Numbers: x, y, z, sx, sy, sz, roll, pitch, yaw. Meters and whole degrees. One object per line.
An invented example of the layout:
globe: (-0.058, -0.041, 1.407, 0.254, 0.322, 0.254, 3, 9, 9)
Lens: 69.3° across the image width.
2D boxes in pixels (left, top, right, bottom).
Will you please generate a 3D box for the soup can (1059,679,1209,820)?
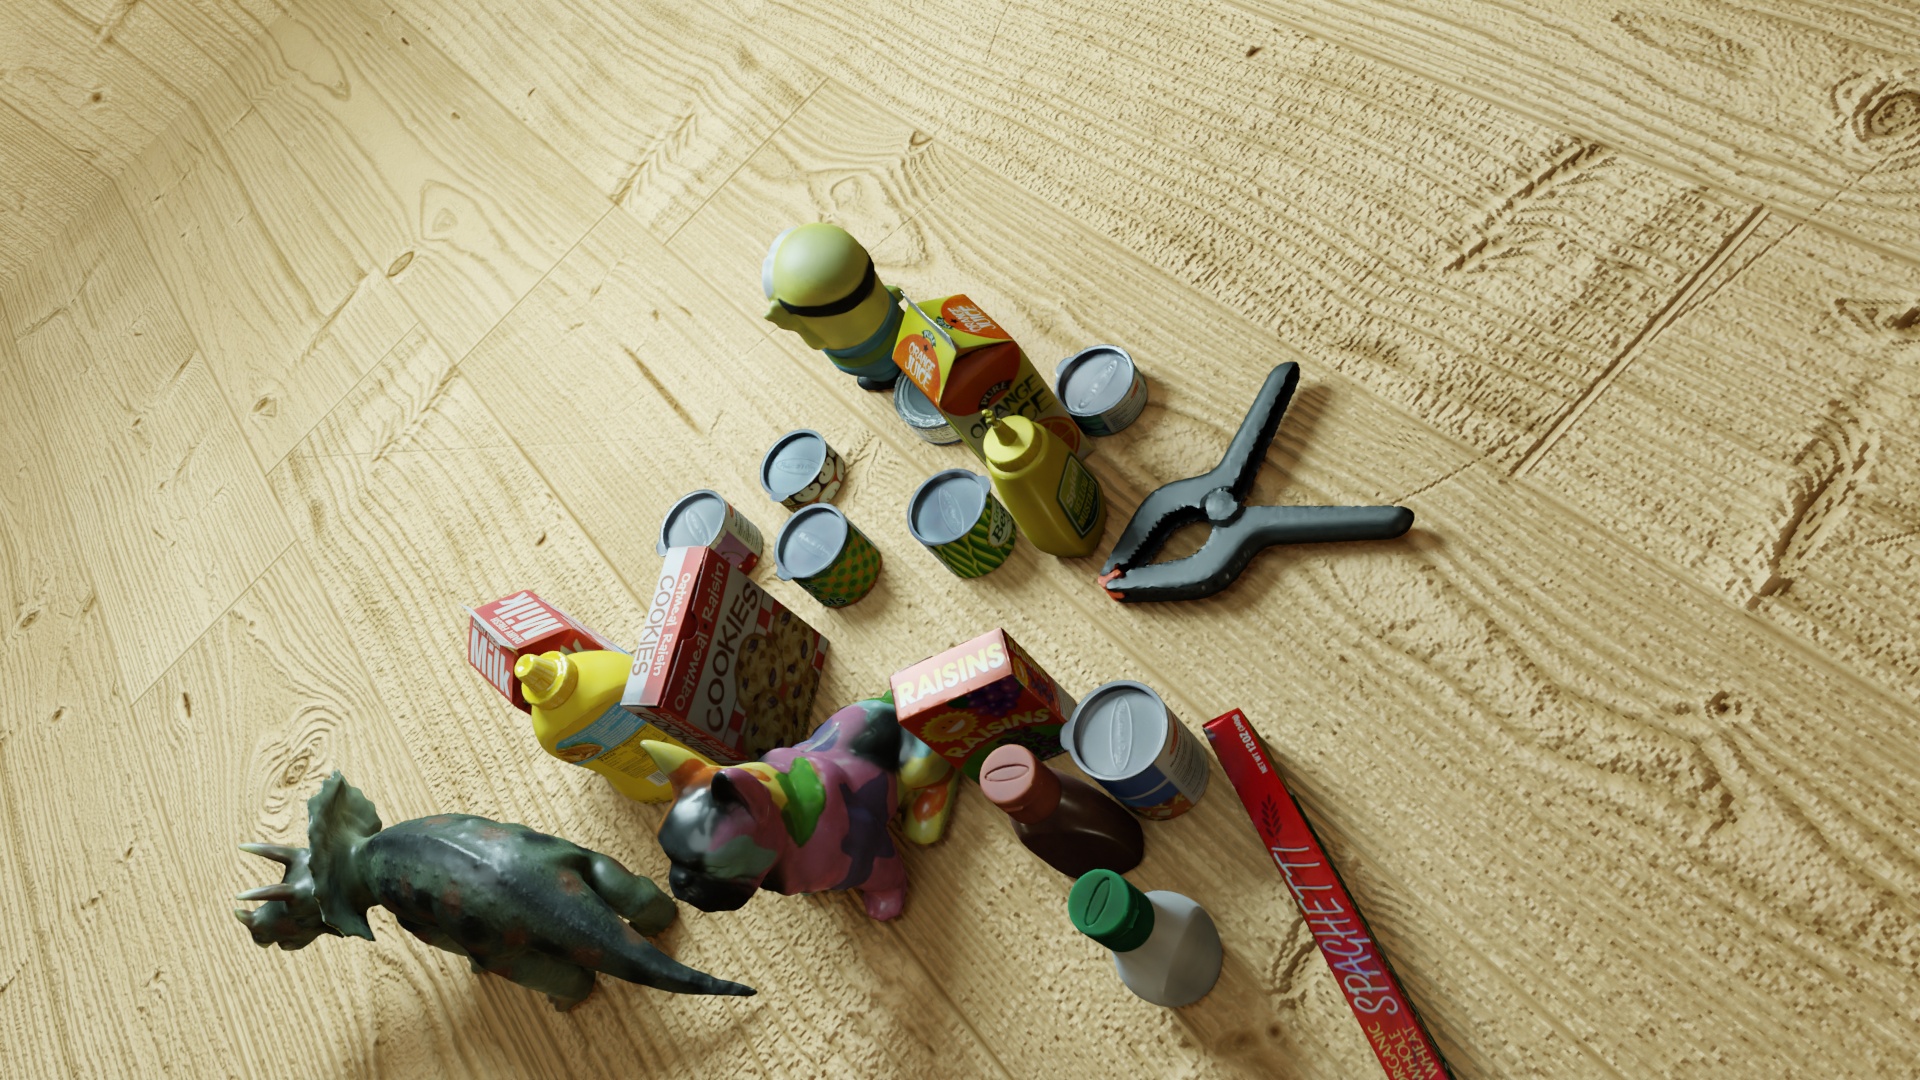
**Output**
soup can: (0.112, 0.135, 0.885, 0.071, 0.083, 0.071, -14, 56, 22)

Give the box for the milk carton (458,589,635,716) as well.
milk carton: (-0.305, 0.102, 1.075, 0.072, 0.190, 0.073, 30, 80, 39)

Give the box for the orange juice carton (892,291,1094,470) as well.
orange juice carton: (0.018, -0.110, 1.019, 0.073, 0.192, 0.072, -42, 50, 2)

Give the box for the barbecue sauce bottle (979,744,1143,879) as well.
barbecue sauce bottle: (0.059, 0.168, 0.853, 0.065, 0.148, 0.044, -13, 56, 23)

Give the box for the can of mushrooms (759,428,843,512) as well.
can of mushrooms: (-0.135, -0.056, 1.177, 0.071, 0.033, 0.071, -14, 56, 22)

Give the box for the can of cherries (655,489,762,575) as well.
can of cherries: (-0.212, 0.000, 1.170, 0.071, 0.058, 0.072, -14, 56, 22)

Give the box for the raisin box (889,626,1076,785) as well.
raisin box: (0.020, 0.112, 0.926, 0.086, 0.123, 0.040, -25, 53, 15)

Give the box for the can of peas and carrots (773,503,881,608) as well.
can of peas and carrots: (-0.106, 0.015, 1.100, 0.071, 0.058, 0.071, -14, 56, 22)

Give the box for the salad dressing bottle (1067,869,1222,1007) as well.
salad dressing bottle: (0.106, 0.225, 0.792, 0.044, 0.147, 0.064, 15, 71, 36)

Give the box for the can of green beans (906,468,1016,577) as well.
can of green beans: (0.002, -0.012, 1.056, 0.071, 0.057, 0.071, -14, 56, 22)

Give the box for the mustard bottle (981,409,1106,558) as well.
mustard bottle: (0.054, -0.045, 0.979, 0.049, 0.160, 0.065, 1, 63, 31)

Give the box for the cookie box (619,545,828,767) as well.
cookie box: (-0.166, 0.095, 1.015, 0.040, 0.167, 0.123, -4, 60, 28)

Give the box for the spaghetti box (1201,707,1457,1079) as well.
spaghetti box: (0.211, 0.209, 0.805, 0.028, 0.050, 0.251, -32, 51, 10)

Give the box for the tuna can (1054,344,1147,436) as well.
tuna can: (0.107, -0.117, 1.075, 0.071, 0.032, 0.071, -14, 56, 22)
